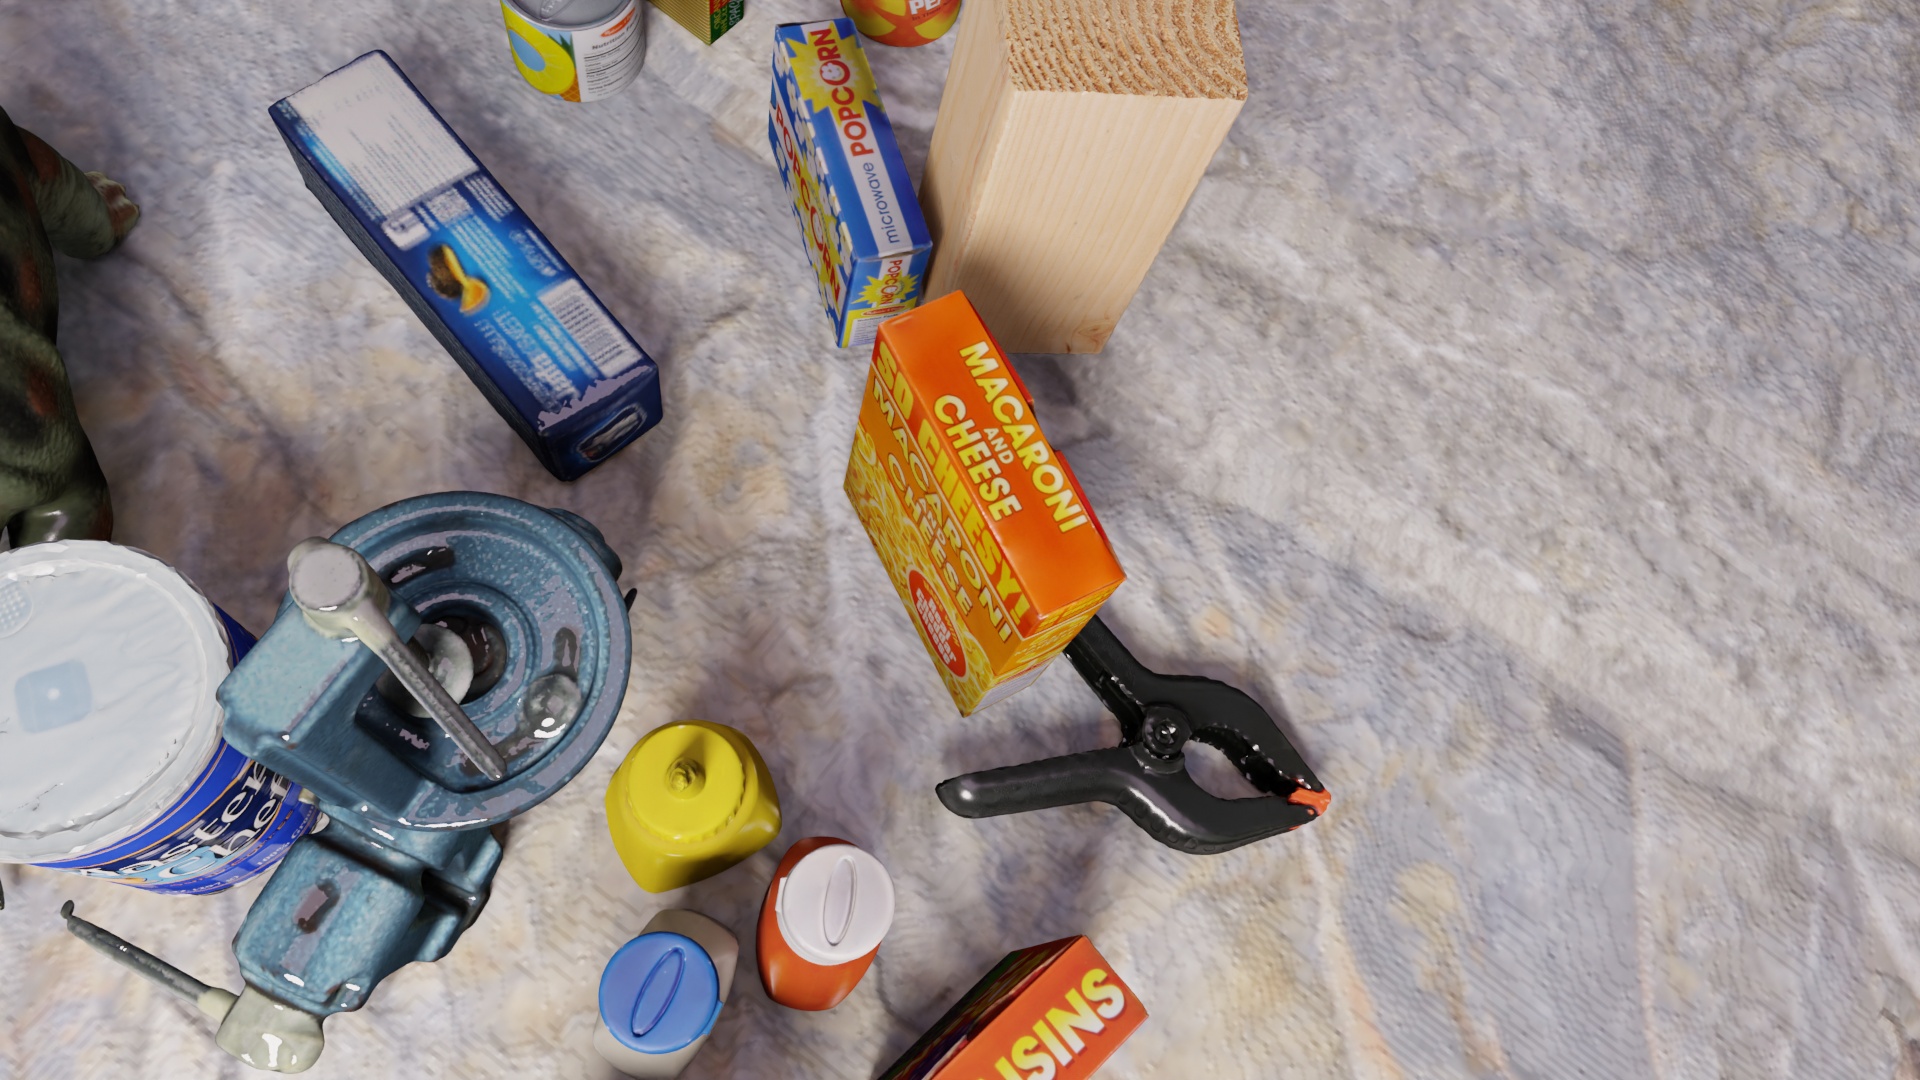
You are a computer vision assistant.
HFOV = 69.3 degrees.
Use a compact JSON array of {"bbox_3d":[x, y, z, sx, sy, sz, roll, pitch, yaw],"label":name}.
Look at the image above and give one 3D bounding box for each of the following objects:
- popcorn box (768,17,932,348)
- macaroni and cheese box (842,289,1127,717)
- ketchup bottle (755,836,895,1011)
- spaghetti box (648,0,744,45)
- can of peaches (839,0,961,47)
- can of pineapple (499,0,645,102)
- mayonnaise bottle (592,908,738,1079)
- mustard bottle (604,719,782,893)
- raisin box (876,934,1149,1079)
[{"bbox_3d":[-0.054,-0.165,0.649,0.038,0.085,0.127,-15,74,-14],"label":"popcorn box"},{"bbox_3d":[0.002,-0.007,0.559,0.040,0.166,0.124,-25,77,-17],"label":"macaroni and cheese box"},{"bbox_3d":[-0.051,0.138,0.508,0.043,0.148,0.065,10,70,-6],"label":"ketchup bottle"},{"bbox_3d":[-0.214,-0.345,0.704,0.250,0.050,0.029,38,69,5],"label":"spaghetti box"},{"bbox_3d":[-0.027,-0.297,0.715,0.071,0.058,0.071,3,70,-9],"label":"can of peaches"},{"bbox_3d":[-0.189,-0.257,0.673,0.071,0.057,0.071,3,70,-9],"label":"can of pineapple"},{"bbox_3d":[-0.104,0.160,0.491,0.041,0.147,0.065,26,69,0],"label":"mayonnaise bottle"},{"bbox_3d":[-0.098,0.095,0.509,0.065,0.159,0.049,-23,77,-16],"label":"mustard bottle"},{"bbox_3d":[0.013,0.191,0.514,0.086,0.123,0.040,-38,81,-19],"label":"raisin box"}]
